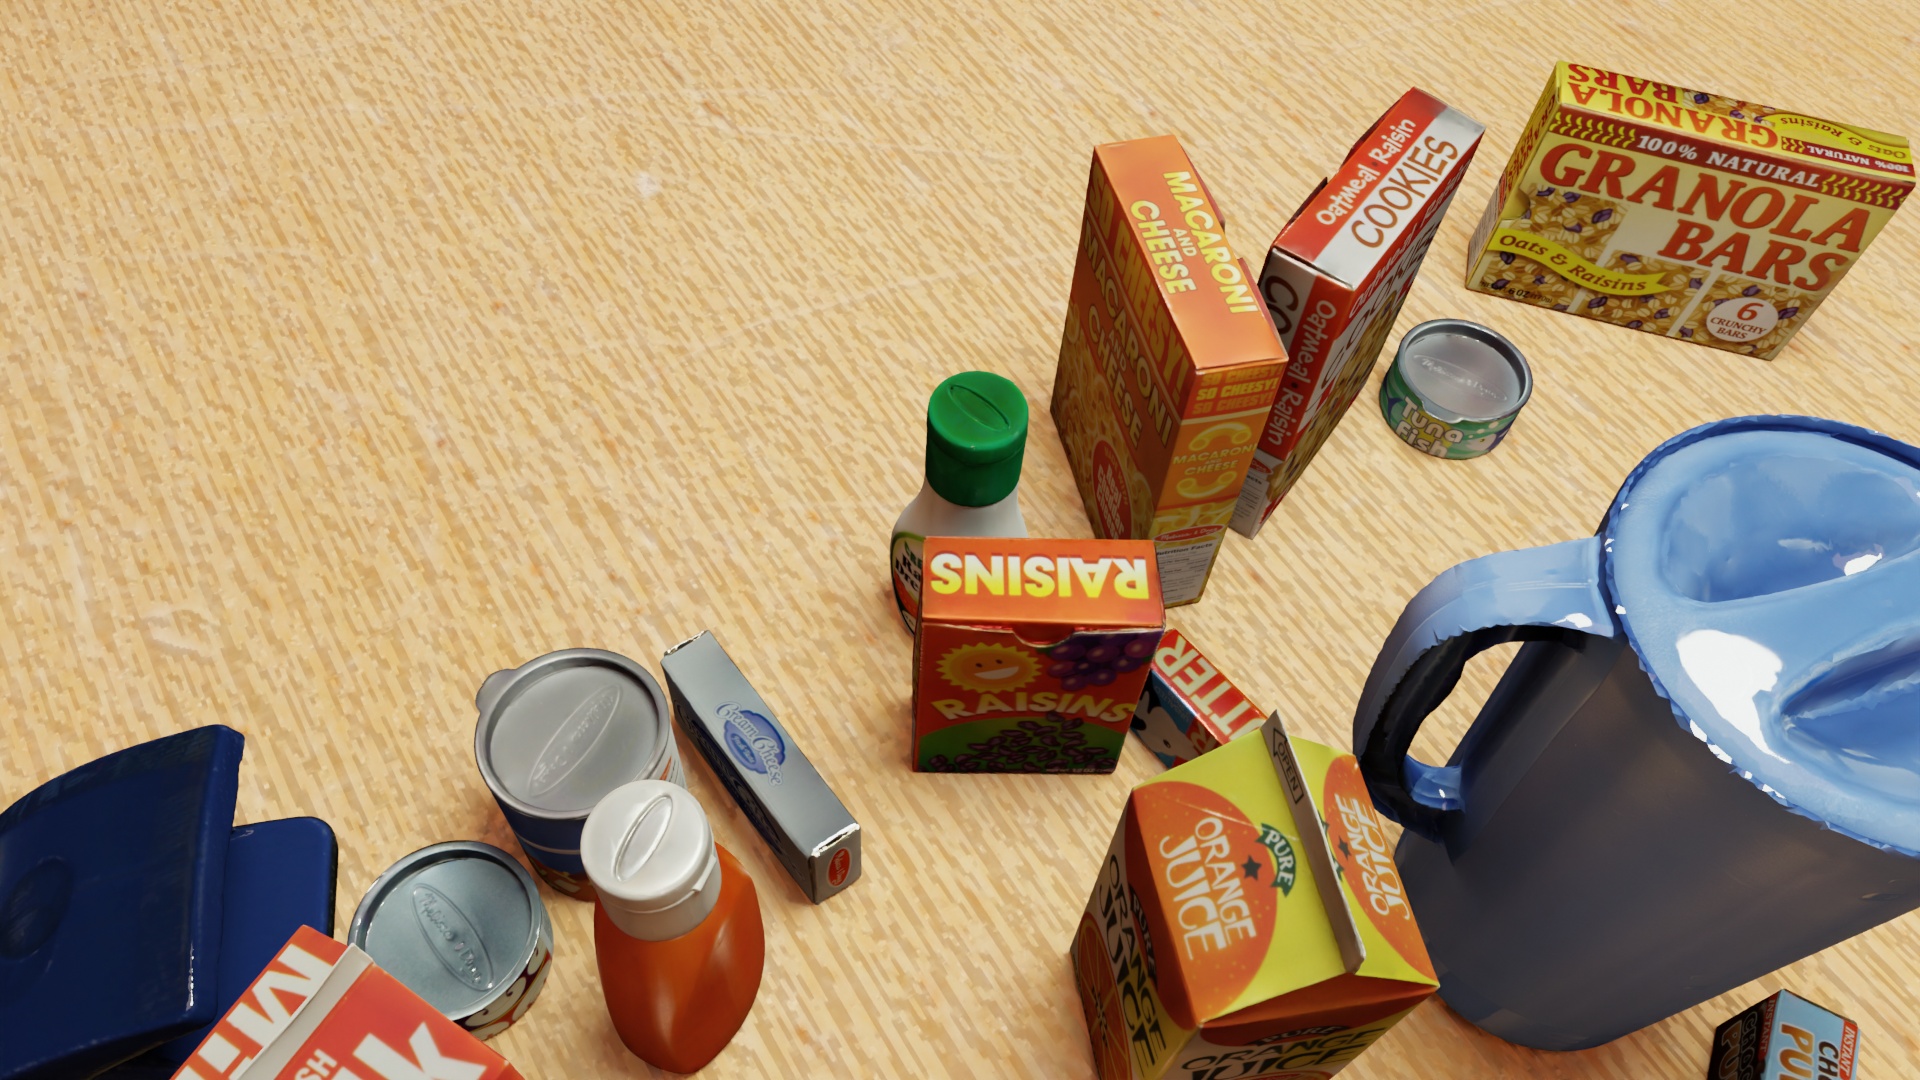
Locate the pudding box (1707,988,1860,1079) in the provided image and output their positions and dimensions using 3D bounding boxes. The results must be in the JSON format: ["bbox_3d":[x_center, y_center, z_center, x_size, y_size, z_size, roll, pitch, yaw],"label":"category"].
[{"bbox_3d":[0.283,0.206,0.485,0.030,0.049,0.084,25,57,12],"label":"pudding box"}]

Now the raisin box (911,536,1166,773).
[{"bbox_3d":[0.025,0.047,0.530,0.086,0.122,0.040,2,56,-3],"label":"raisin box"}]

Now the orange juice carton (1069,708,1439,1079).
[{"bbox_3d":[0.088,0.127,0.438,0.073,0.191,0.072,-6,57,-8],"label":"orange juice carton"}]

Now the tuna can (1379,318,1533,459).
[{"bbox_3d":[0.242,-0.073,0.684,0.071,0.032,0.071,2,55,-3],"label":"tuna can"}]

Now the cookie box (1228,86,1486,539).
[{"bbox_3d":[0.160,-0.096,0.612,0.040,0.166,0.123,32,59,17],"label":"cookie box"}]

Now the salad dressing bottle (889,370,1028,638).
[{"bbox_3d":[0.002,-0.007,0.551,0.064,0.146,0.044,39,62,21],"label":"salad dressing bottle"}]

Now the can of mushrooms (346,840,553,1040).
[{"bbox_3d":[-0.184,0.147,0.501,0.071,0.033,0.071,2,55,-3],"label":"can of mushrooms"}]

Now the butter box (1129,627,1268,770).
[{"bbox_3d":[0.108,0.087,0.552,0.024,0.052,0.104,-33,64,-23],"label":"butter box"}]

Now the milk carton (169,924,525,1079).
[{"bbox_3d":[-0.166,0.172,0.390,0.073,0.189,0.073,27,58,14],"label":"milk carton"}]

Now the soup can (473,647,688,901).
[{"bbox_3d":[-0.139,0.087,0.515,0.071,0.083,0.072,2,56,-3],"label":"soup can"}]

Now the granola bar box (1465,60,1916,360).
[{"bbox_3d":[0.358,-0.162,0.699,0.166,0.123,0.039,15,56,6],"label":"granola bar box"}]

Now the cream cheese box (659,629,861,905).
[{"bbox_3d":[-0.077,0.088,0.537,0.024,0.053,0.104,-32,63,-23],"label":"cream cheese box"}]

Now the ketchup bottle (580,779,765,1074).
[{"bbox_3d":[-0.093,0.125,0.453,0.043,0.148,0.065,20,57,10],"label":"ketchup bottle"}]

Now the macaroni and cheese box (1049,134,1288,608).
[{"bbox_3d":[0.081,-0.065,0.586,0.040,0.165,0.124,-10,57,-11],"label":"macaroni and cheese box"}]
